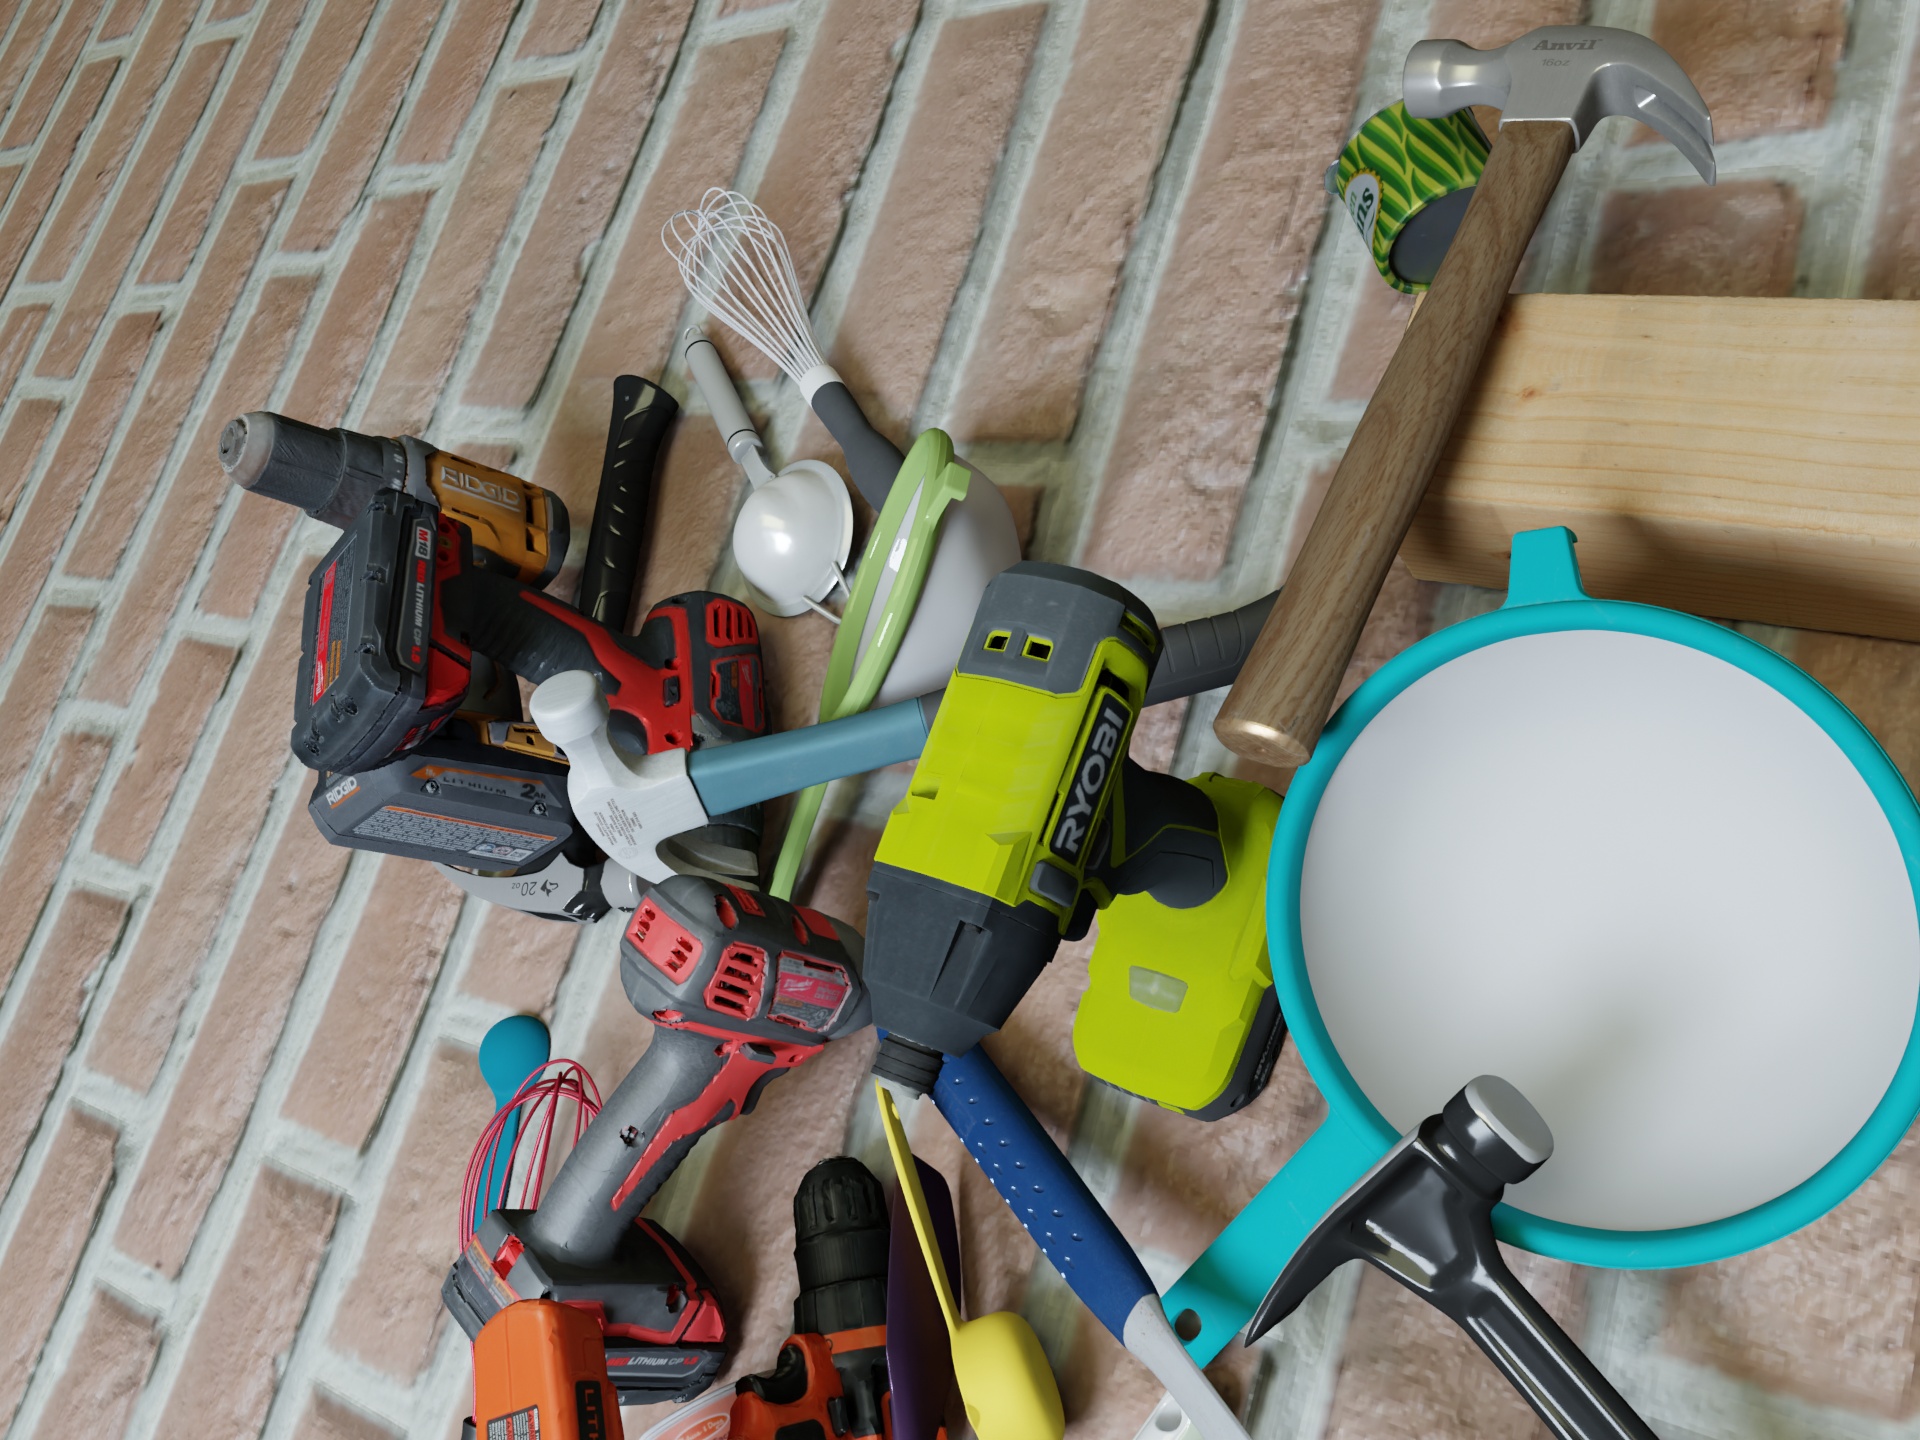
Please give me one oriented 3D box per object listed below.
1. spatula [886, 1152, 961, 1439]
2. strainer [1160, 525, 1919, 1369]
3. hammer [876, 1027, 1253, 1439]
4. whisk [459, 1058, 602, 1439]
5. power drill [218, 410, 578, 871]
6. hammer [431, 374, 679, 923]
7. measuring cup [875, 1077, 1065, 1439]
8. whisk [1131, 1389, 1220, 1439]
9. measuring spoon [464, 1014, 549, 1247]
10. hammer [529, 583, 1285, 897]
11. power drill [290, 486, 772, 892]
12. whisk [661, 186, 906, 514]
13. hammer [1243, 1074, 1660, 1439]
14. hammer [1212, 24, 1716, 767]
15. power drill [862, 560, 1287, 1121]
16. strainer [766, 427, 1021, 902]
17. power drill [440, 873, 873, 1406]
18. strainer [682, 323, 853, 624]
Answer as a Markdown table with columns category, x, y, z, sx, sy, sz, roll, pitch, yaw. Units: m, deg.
| category | x | y | z | sx | sy | sz | roll | pitch | yaw |
| --- | --- | --- | --- | --- | --- | --- | --- | --- | --- |
| spatula | -0.019 | 0.314 | 0.577 | 0.018 | 0.059 | 0.316 | -16 | 49 | 24 |
| strainer | 0.186 | 0.114 | 0.565 | 0.211 | 0.095 | 0.340 | 48 | 118 | 27 |
| hammer | 0.067 | 0.222 | 0.551 | 0.406 | 0.035 | 0.144 | 44 | 132 | 52 |
| whisk | -0.215 | 0.306 | 0.739 | 0.073 | 0.073 | 0.296 | 2 | 77 | 32 |
| power drill | -0.285 | -0.049 | 0.814 | 0.084 | 0.185 | 0.226 | -30 | 59 | 34 |
| hammer | -0.210 | -0.049 | 0.903 | 0.146 | 0.035 | 0.335 | -7 | 66 | 28 |
| measuring cup | 0.003 | 0.212 | 0.625 | 0.029 | 0.062 | 0.157 | -22 | 76 | 5 |
| whisk | 0.019 | 0.345 | 0.582 | 0.246 | 0.059 | 0.058 | -53 | 25 | -3 |
| measuring spoon | -0.242 | 0.213 | 0.814 | 0.042 | 0.021 | 0.129 | -7 | 65 | 30 |
| hammer | -0.001 | -0.002 | 0.674 | 0.331 | 0.128 | 0.033 | -14 | 39 | 1 |
| power drill | -0.186 | 0.004 | 0.749 | 0.080 | 0.226 | 0.188 | -35 | 51 | 38 |
| whisk | -0.090 | -0.206 | 0.889 | 0.070 | 0.070 | 0.285 | -40 | 59 | 11 |
| hammer | 0.230 | 0.270 | 0.456 | 0.337 | 0.034 | 0.127 | 49 | 120 | 25 |
| hammer | 0.175 | -0.129 | 0.580 | 0.130 | 0.031 | 0.331 | 14 | 68 | 36 |
| power drill | 0.051 | 0.065 | 0.573 | 0.080 | 0.223 | 0.171 | 13 | 77 | 35 |
| strainer | -0.028 | -0.007 | 0.753 | 0.151 | 0.069 | 0.256 | -115 | 44 | -74 |
| power drill | -0.115 | 0.178 | 0.687 | 0.079 | 0.143 | 0.219 | 30 | 93 | 41 |
| strainer | -0.120 | -0.148 | 0.891 | 0.087 | 0.050 | 0.259 | -47 | 48 | 24 |
